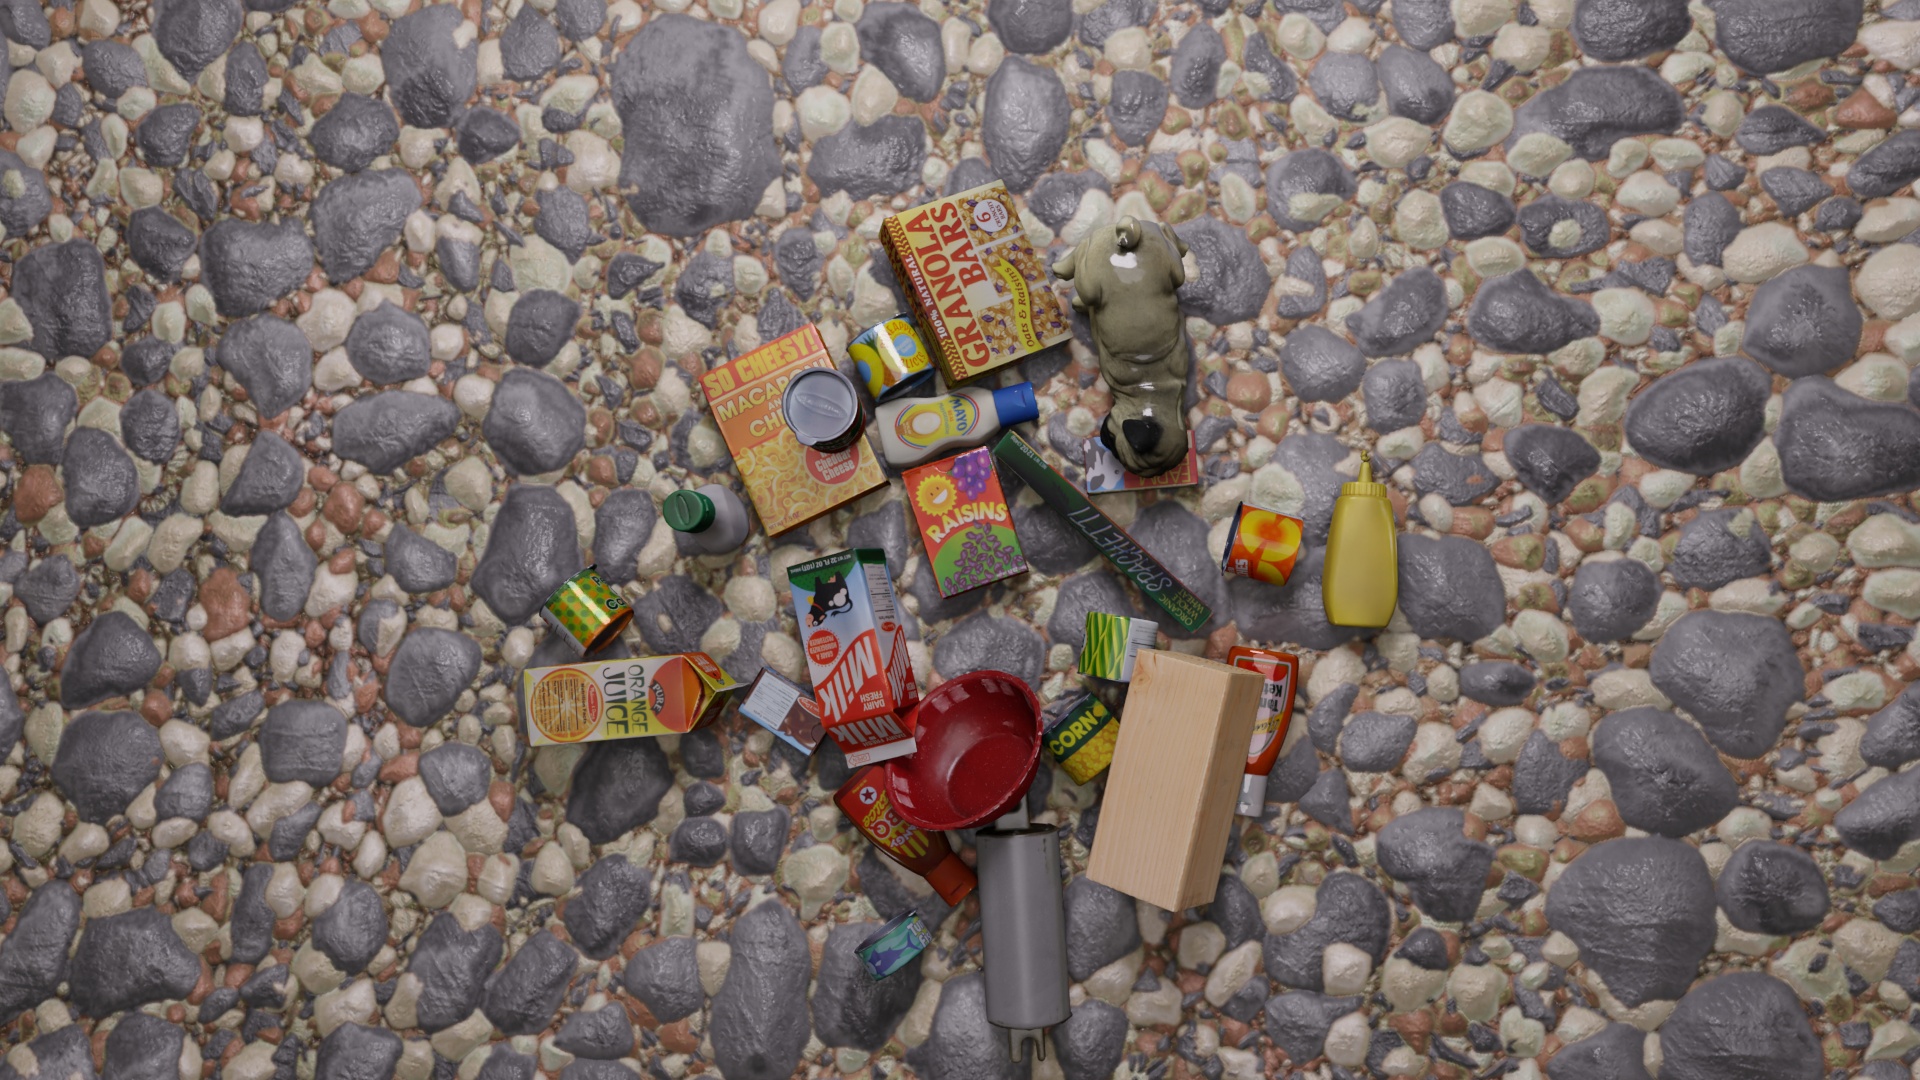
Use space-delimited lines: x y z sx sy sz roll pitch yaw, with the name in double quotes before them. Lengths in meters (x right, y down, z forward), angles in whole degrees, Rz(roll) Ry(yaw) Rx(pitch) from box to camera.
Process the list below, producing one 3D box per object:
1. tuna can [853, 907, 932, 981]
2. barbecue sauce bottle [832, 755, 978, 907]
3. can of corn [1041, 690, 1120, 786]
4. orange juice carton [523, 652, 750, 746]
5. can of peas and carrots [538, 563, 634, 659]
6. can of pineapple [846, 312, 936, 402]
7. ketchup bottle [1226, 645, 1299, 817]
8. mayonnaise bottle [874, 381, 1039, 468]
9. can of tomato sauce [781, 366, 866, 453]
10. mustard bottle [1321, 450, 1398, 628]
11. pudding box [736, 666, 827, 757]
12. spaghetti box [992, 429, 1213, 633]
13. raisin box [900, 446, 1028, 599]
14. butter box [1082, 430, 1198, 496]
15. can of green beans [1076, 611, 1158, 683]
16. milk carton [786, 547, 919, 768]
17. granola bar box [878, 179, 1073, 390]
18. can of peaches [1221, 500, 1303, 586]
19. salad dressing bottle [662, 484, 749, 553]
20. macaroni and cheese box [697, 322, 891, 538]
"tuna can" -0.058 0.364 1.255 0.071 0.071 0.033 -35 86 2
"barbecue sauce bottle" -0.046 0.269 1.272 0.065 0.043 0.148 -44 84 0
"can of corn" 0.112 0.179 1.251 0.071 0.071 0.058 -41 85 1
"orange juice carton" -0.297 0.144 1.288 0.193 0.072 0.073 -6 86 5
"can of peas and carrots" -0.348 0.067 1.301 0.059 0.071 0.071 45 91 5
"can of pineapple" -0.063 -0.169 1.291 0.071 0.071 0.058 -30 85 3
"ketchup bottle" 0.264 0.172 1.252 0.065 0.043 0.149 8 87 12
"mayonnaise bottle" -0.002 -0.113 1.295 0.148 0.041 0.065 -14 81 4
"can of tomato sauce" -0.121 -0.113 1.244 0.071 0.083 0.071 0 86 2
"mustard bottle" 0.363 -0.001 1.253 0.065 0.049 0.160 5 86 5
"pudding box" -0.160 0.160 1.296 0.084 0.030 0.049 31 88 6
"spaghetti box" 0.130 -0.008 1.273 0.250 0.050 0.028 43 93 6
"raisin box" 0.005 -0.016 1.290 0.086 0.040 0.123 -18 84 4
"butter box" 0.167 -0.072 1.287 0.103 0.024 0.053 -5 86 5
"can of green beans" 0.142 0.097 1.256 0.071 0.071 0.058 9 87 6
"milk carton" -0.093 0.107 1.265 0.072 0.073 0.190 -16 84 17
"granola bar box" 0.013 -0.237 1.288 0.124 0.039 0.165 -22 84 -16
"can of peaches" 0.271 0.006 1.251 0.058 0.071 0.071 15 88 5
"salad dressing bottle" -0.230 -0.022 1.255 0.044 0.147 0.064 -15 85 4
"macaroni and cheese box" -0.157 -0.103 1.309 0.124 0.040 0.166 -25 85 2
